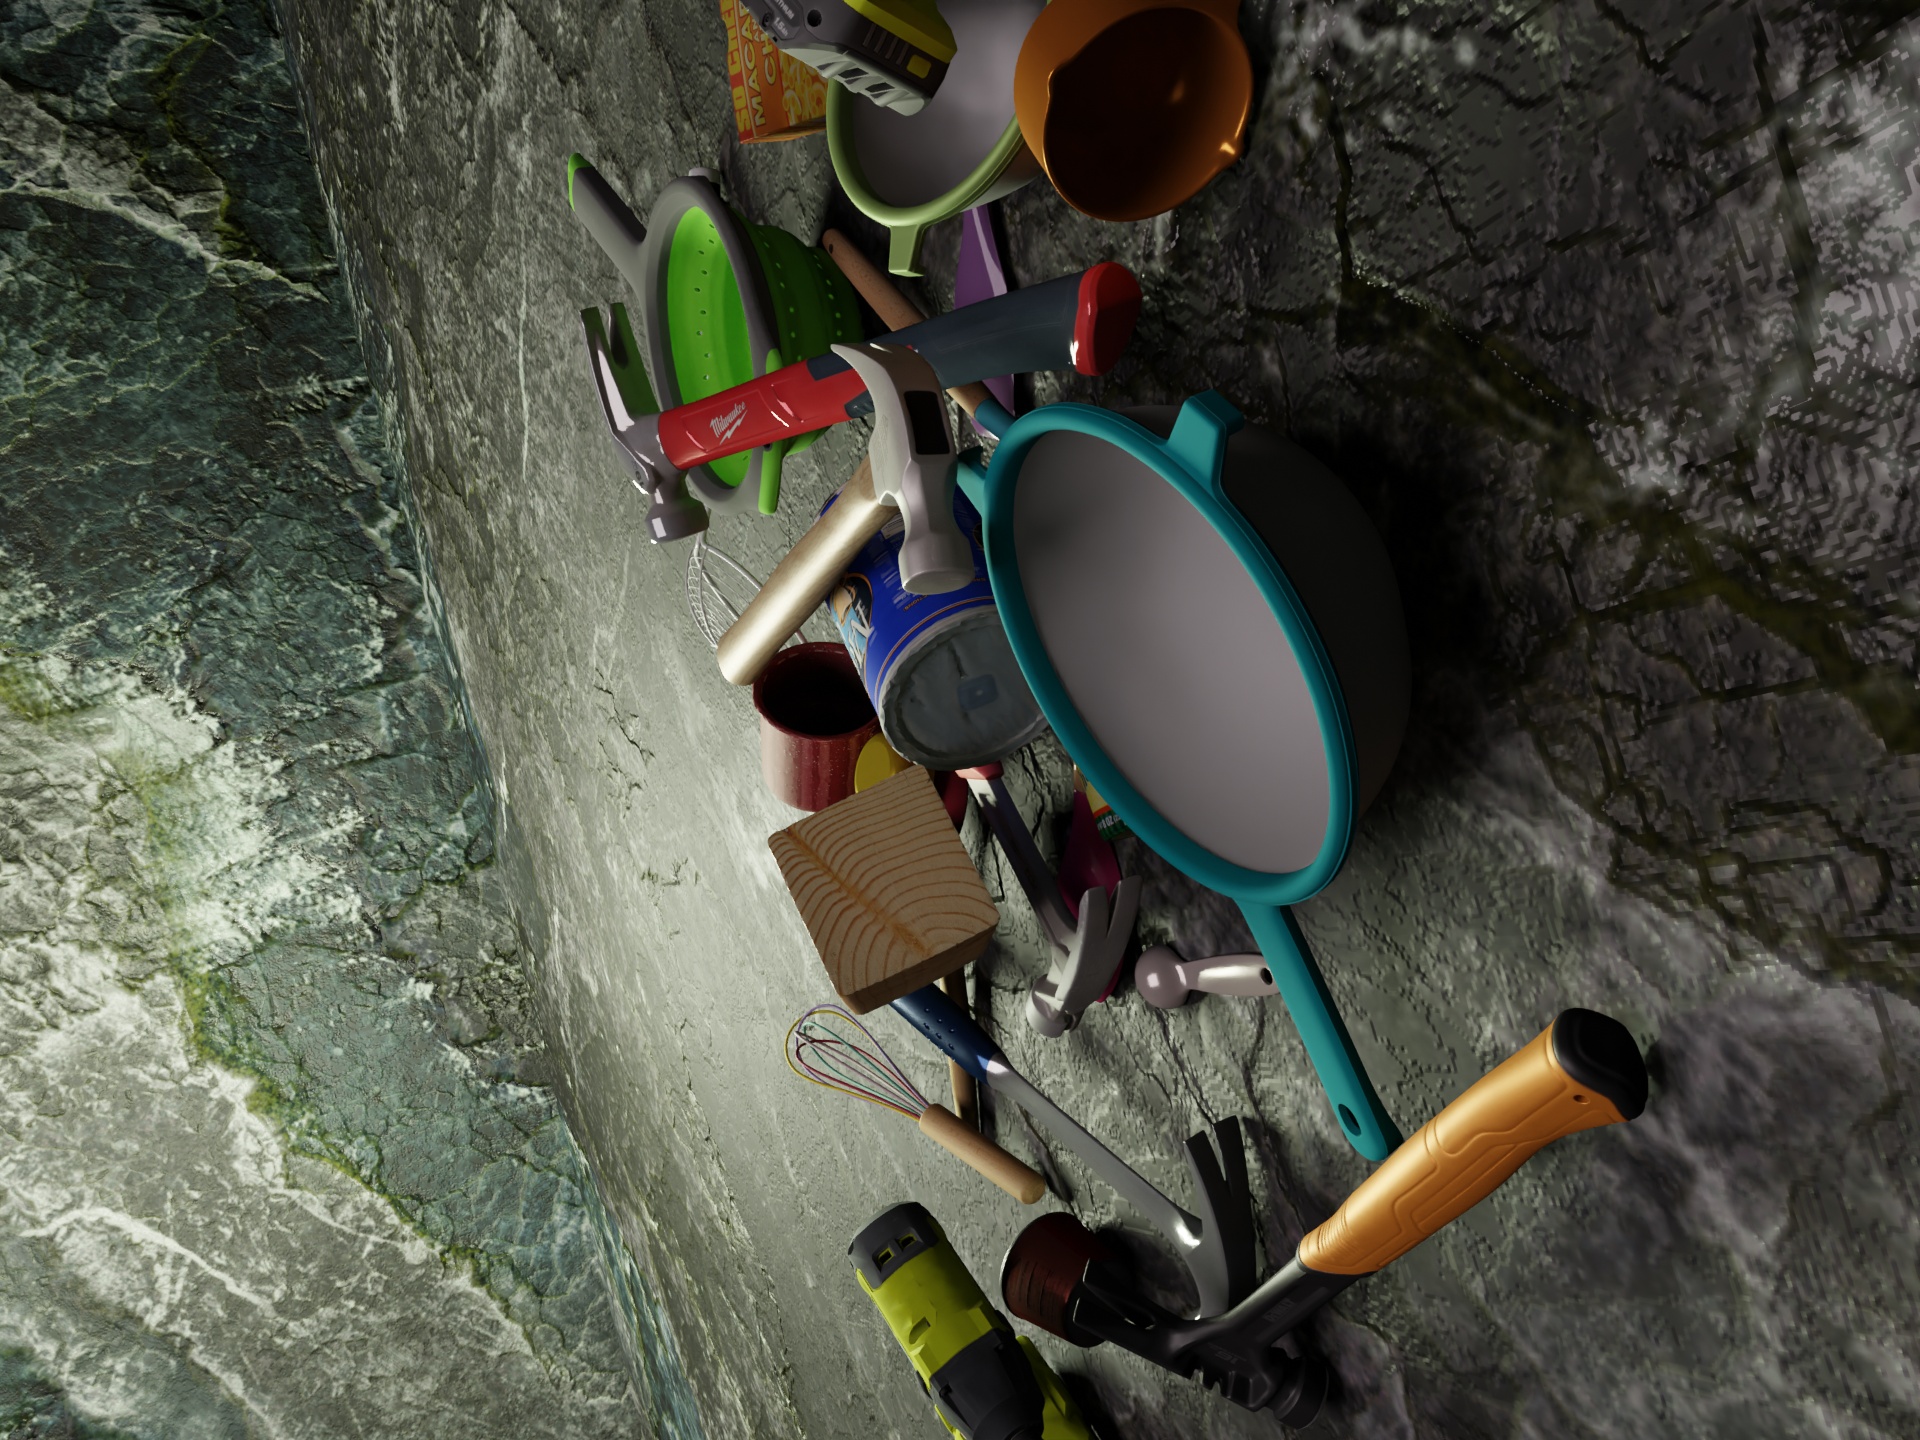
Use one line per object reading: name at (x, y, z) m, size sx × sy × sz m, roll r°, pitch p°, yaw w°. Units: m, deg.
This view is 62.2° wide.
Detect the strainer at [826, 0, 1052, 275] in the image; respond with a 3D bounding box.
strainer at (-0.008, -0.330, 0.742) m, size 0.151 × 0.069 × 0.257 m, roll -47°, pitch 53°, yaw 33°

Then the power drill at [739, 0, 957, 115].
power drill at (0.003, -0.367, 0.631) m, size 0.228 × 0.080 × 0.191 m, roll -50°, pitch 53°, yaw 27°

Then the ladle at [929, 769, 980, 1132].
ladle at (-0.007, 0.153, 1.041) m, size 0.069 × 0.031 × 0.315 m, roll 26°, pitch 127°, yaw 55°

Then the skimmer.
skimmer at (-0.153, -0.209, 1.151) m, size 0.127 × 0.090 × 0.363 m, roll -170°, pitch 79°, yaw -65°

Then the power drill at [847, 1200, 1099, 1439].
power drill at (0.022, 0.407, 0.951) m, size 0.171 × 0.080 × 0.223 m, roll 44°, pitch 164°, yaw 46°

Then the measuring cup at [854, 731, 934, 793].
measuring cup at (-0.049, -0.011, 0.999) m, size 0.062 × 0.029 × 0.157 m, roll -33°, pitch 58°, yaw 46°

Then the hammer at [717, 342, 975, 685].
hammer at (-0.072, -0.081, 0.797) m, size 0.331 × 0.031 × 0.130 m, roll 146°, pitch 118°, yaw -64°

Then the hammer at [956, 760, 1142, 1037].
hammer at (-0.001, -0.003, 0.912) m, size 0.149 × 0.036 × 0.359 m, roll 103°, pitch 147°, yaw -51°

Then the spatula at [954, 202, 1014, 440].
spatula at (0.005, -0.298, 0.798) m, size 0.060 × 0.018 × 0.315 m, roll 31°, pitch 131°, yaw 54°

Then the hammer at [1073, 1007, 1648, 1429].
hammer at (0.162, 0.209, 0.661) m, size 0.127 × 0.034 × 0.336 m, roll 26°, pitch 137°, yaw -1°

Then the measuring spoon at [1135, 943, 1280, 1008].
measuring spoon at (0.119, 0.127, 0.779) m, size 0.124 × 0.018 × 0.034 m, roll -20°, pitch 84°, yaw 63°

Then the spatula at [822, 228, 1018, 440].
spatula at (-0.007, -0.177, 0.826) m, size 0.318 × 0.044 × 0.082 m, roll 54°, pitch 139°, yaw 36°

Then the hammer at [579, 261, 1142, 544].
hammer at (-0.069, -0.186, 0.814) m, size 0.386 × 0.038 × 0.143 m, roll -5°, pitch 107°, yaw 47°

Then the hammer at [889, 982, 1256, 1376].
hammer at (0.029, 0.208, 0.947) m, size 0.406 × 0.035 × 0.144 m, roll 31°, pitch 129°, yaw 49°

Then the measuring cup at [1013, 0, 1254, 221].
measuring cup at (0.083, -0.278, 0.601) m, size 0.173 × 0.095 × 0.052 m, roll -58°, pitch 40°, yaw 31°

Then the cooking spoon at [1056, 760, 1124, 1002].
cooking spoon at (0.066, 0.012, 0.828) m, size 0.069 × 0.017 × 0.318 m, roll 39°, pitch 137°, yaw 51°

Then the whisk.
whisk at (-0.037, 0.264, 1.085) m, size 0.245 × 0.047 × 0.051 m, roll 24°, pitch 126°, yaw 40°

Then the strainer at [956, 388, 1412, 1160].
strainer at (0.132, 0.015, 0.636) m, size 0.340 × 0.095 × 0.211 m, roll 64°, pitch 159°, yaw -14°

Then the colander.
colander at (-0.160, -0.286, 1.047) m, size 0.398 × 0.094 × 0.204 m, roll 53°, pitch 146°, yaw 40°
